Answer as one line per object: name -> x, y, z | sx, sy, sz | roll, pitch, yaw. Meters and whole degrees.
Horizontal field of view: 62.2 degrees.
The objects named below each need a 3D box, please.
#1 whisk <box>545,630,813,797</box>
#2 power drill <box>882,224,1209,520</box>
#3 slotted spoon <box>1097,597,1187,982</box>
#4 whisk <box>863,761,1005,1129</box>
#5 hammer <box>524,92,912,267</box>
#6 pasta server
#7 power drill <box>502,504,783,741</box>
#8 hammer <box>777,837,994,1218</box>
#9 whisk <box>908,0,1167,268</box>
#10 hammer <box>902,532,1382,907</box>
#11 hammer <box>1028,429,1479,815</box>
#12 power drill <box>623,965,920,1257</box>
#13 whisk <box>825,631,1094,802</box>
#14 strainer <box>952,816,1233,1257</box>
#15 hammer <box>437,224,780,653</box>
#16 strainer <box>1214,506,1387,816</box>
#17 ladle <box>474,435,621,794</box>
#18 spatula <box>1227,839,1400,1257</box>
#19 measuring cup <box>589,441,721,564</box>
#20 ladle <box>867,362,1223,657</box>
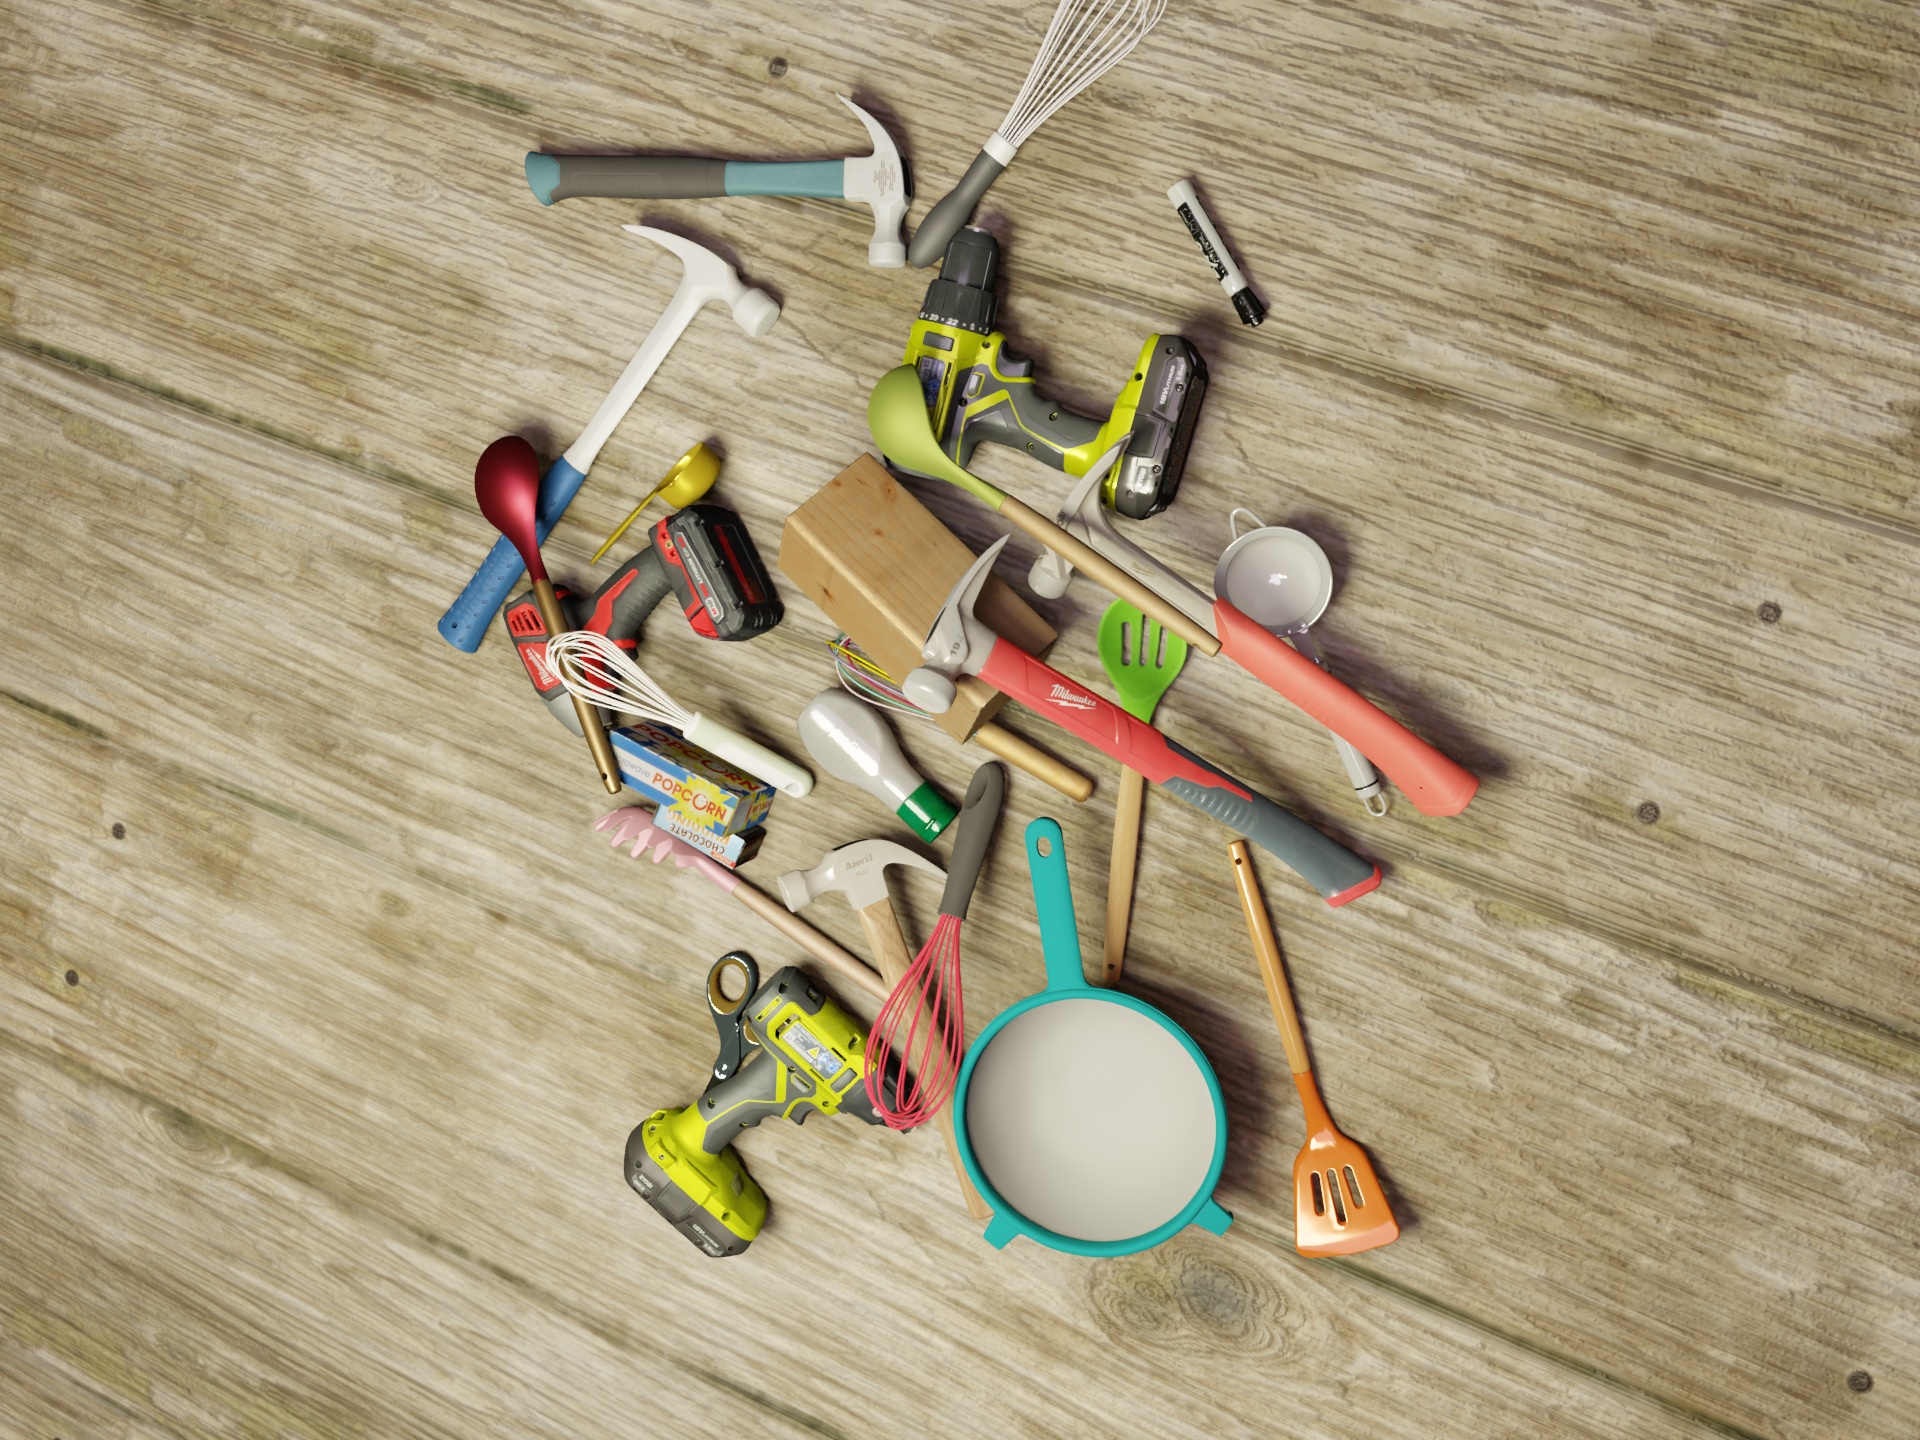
whisk -> -0.223, 0.000, 1.278 | 0.246, 0.059, 0.057 | 31, 129, -22
power drill -> 0.064, -0.259, 1.203 | 0.228, 0.080, 0.190 | 18, 102, 16
slotted spoon -> 0.132, 0.054, 1.246 | 0.070, 0.031, 0.313 | 7, 100, 15
whisk -> -0.013, 0.172, 1.244 | 0.073, 0.073, 0.296 | 13, 77, 14
hammer -> -0.198, -0.434, 1.277 | 0.331, 0.033, 0.128 | 6, 99, 15
pasta server -> -0.171, 0.162, 1.338 | 0.316, 0.060, 0.040 | 34, 71, 7
power drill -> -0.266, -0.076, 1.319 | 0.219, 0.078, 0.143 | -26, 88, 20
hammer -> -0.030, 0.250, 1.291 | 0.130, 0.031, 0.331 | -23, 99, -17
whisk -> 0.049, -0.458, 1.196 | 0.070, 0.070, 0.284 | 44, 110, 7
hammer -> 0.152, 0.015, 1.175 | 0.386, 0.038, 0.143 | 30, 69, -10
hammer -> 0.223, -0.054, 1.149 | 0.359, 0.037, 0.149 | 36, 133, 4
power drill -> -0.157, 0.336, 1.331 | 0.171, 0.080, 0.223 | 44, 102, -6
whisk -> -0.002, -0.004, 1.272 | 0.245, 0.051, 0.047 | 30, 148, 5
strainer -> 0.096, 0.239, 1.244 | 0.211, 0.095, 0.340 | -9, 92, 14
hammer -> -0.321, -0.227, 1.335 | 0.144, 0.035, 0.405 | 41, 105, 7
strainer -> 0.262, -0.044, 1.191 | 0.087, 0.050, 0.258 | -23, 96, 22
ladle -> -0.332, -0.088, 1.291 | 0.069, 0.031, 0.315 | -25, 82, 25
spatula -> 0.256, 0.250, 1.226 | 0.081, 0.041, 0.322 | -16, 91, 18
measuring cup -> -0.254, -0.171, 1.323 | 0.029, 0.062, 0.156 | 40, 121, -20
ladle -> 0.060, -0.149, 1.138 | 0.320, 0.078, 0.062 | 36, 68, 13
